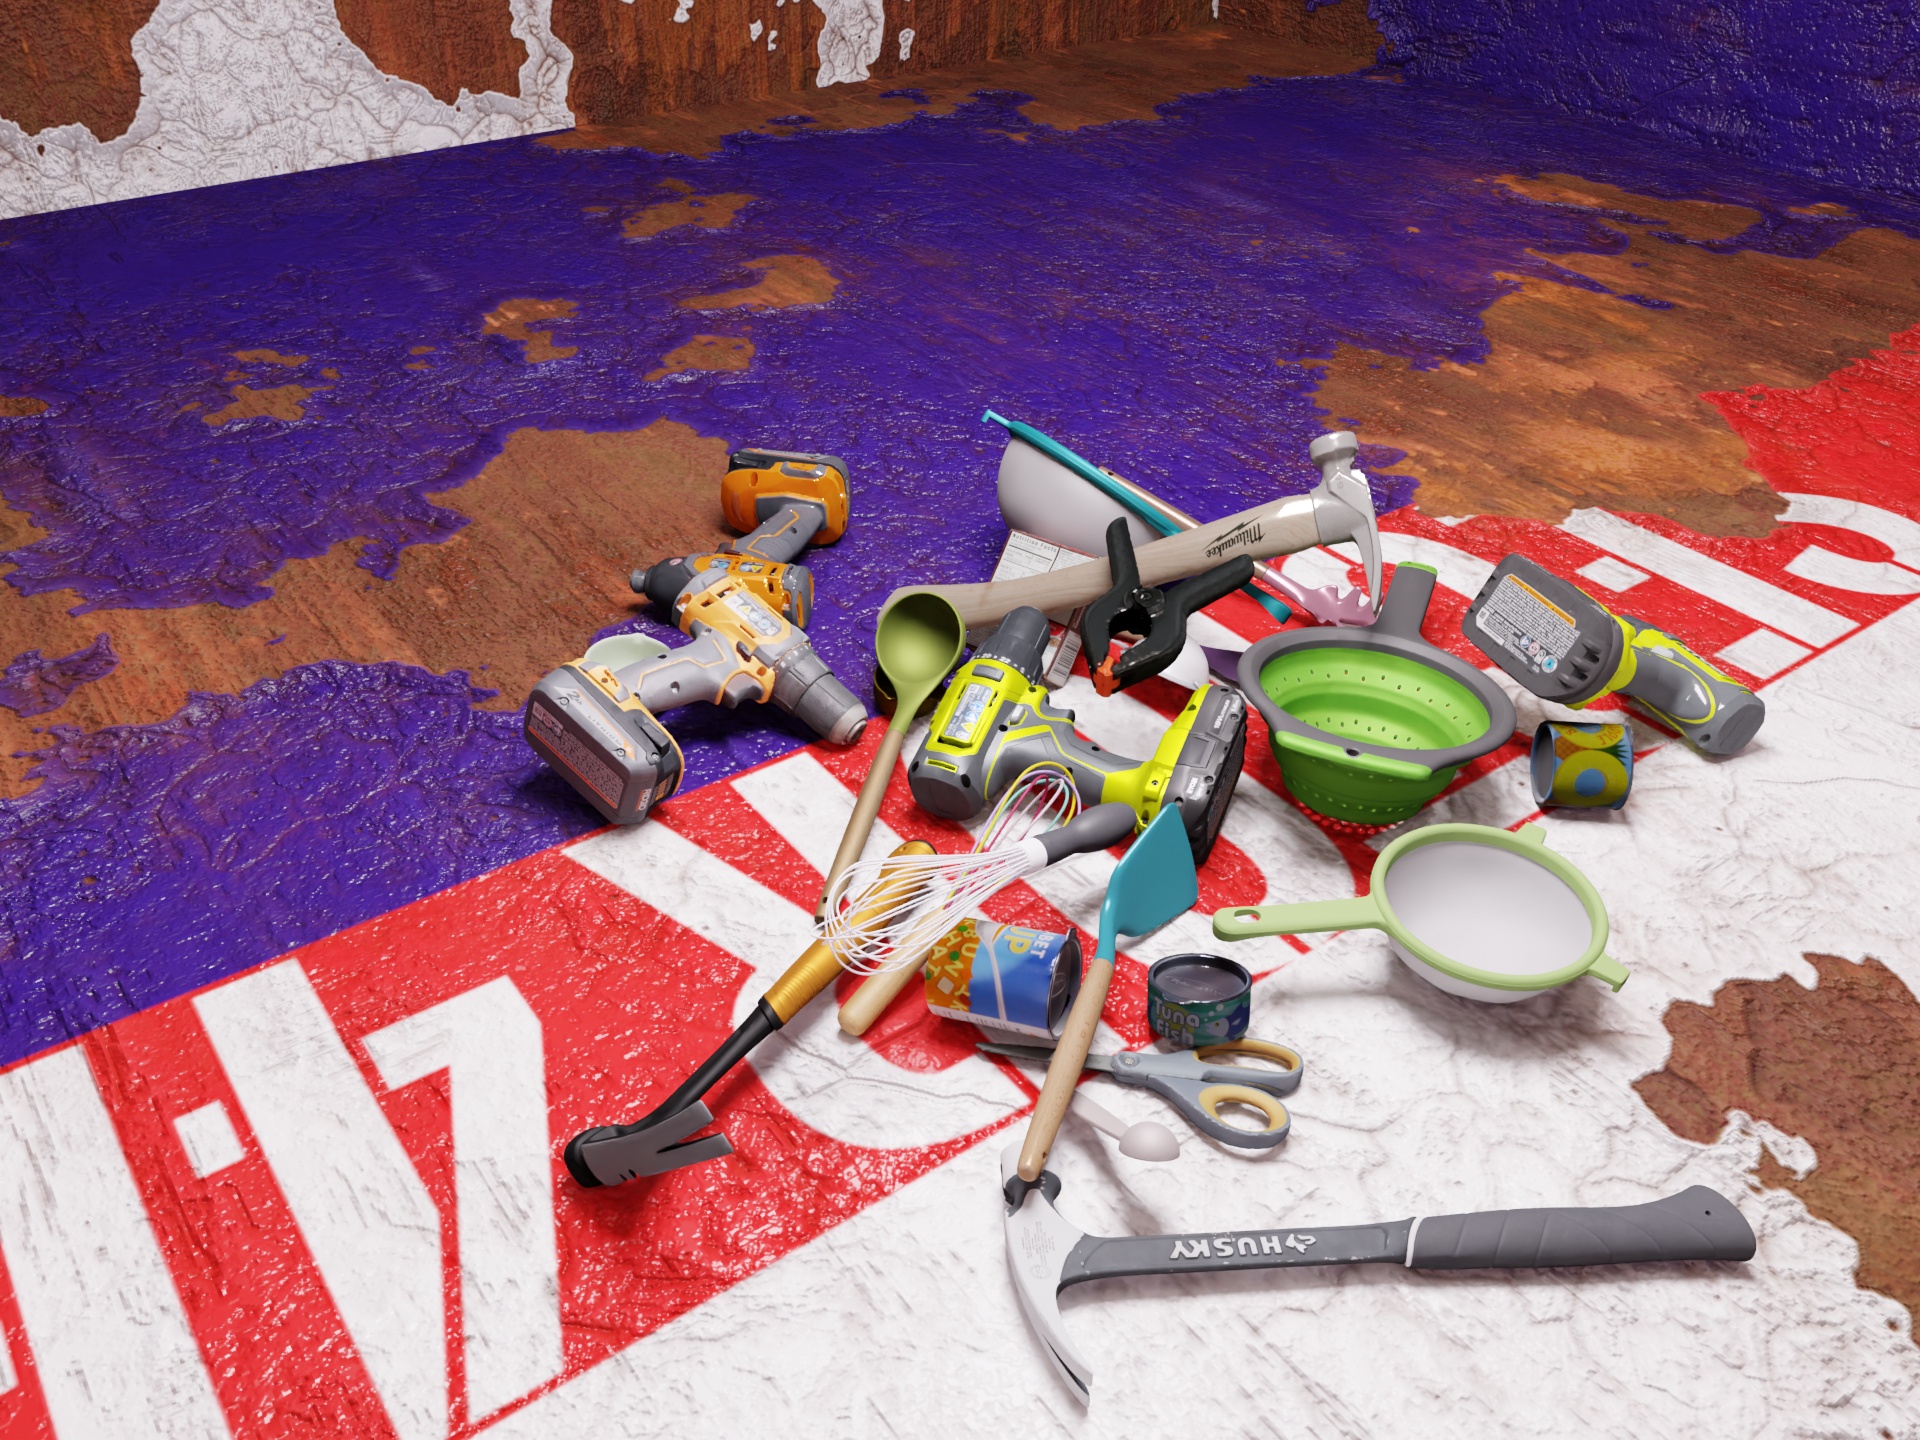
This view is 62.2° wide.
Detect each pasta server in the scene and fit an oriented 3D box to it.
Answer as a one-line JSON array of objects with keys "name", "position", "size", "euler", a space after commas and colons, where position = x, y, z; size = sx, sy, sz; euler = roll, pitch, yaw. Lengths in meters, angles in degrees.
[{"name": "pasta server", "position": [0.254, -0.151, 1.431], "size": [0.316, 0.040, 0.060], "euler": [34, 53, 16]}]

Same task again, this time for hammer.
[{"name": "hammer", "position": [-0.100, 0.166, 0.995], "size": [0.127, 0.034, 0.337], "euler": [-24, 12, 39]}, {"name": "hammer", "position": [0.229, 0.288, 0.865], "size": [0.409, 0.036, 0.149], "euler": [-1, 36, -4]}, {"name": "hammer", "position": [0.129, -0.110, 1.284], "size": [0.410, 0.146, 0.038], "euler": [-13, -11, 16]}]

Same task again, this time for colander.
[{"name": "colander", "position": [0.333, -0.021, 1.266], "size": [0.204, 0.094, 0.397], "euler": [15, 31, 16]}]

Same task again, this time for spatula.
[{"name": "spatula", "position": [0.173, -0.072, 1.394], "size": [0.316, 0.018, 0.060], "euler": [20, 36, 24]}, {"name": "spatula", "position": [0.092, 0.168, 0.988], "size": [0.044, 0.082, 0.318], "euler": [-6, 27, 23]}]

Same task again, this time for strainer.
[{"name": "strainer", "position": [0.127, -0.071, 1.366], "size": [0.259, 0.050, 0.086], "euler": [23, 10, 37]}, {"name": "strainer", "position": [0.145, -0.141, 1.397], "size": [0.341, 0.095, 0.210], "euler": [41, 9, 40]}, {"name": "strainer", "position": [0.289, 0.143, 1.043], "size": [0.256, 0.069, 0.152], "euler": [-3, 37, -5]}]

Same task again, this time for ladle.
[{"name": "ladle", "position": [-0.061, 0.021, 1.195], "size": [0.078, 0.062, 0.320], "euler": [-5, 41, 23]}]

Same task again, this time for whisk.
[{"name": "whisk", "position": [0.022, 0.096, 1.013], "size": [0.284, 0.070, 0.070], "euler": [-17, 37, -43]}, {"name": "whisk", "position": [-0.001, 0.114, 1.064], "size": [0.051, 0.047, 0.245], "euler": [23, 56, 34]}]

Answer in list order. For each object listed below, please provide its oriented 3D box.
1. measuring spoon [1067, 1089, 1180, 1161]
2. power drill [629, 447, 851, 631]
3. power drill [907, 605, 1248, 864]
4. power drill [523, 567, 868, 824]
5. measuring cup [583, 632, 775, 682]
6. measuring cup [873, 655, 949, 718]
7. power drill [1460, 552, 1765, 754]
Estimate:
[{"name": "measuring spoon", "position": [0.085, 0.227, 0.922], "size": [0.034, 0.018, 0.124], "euler": [2, 6, -27]}, {"name": "power drill", "position": [-0.198, -0.165, 1.469], "size": [0.164, 0.084, 0.227], "euler": [7, 39, 9]}, {"name": "power drill", "position": [0.095, 0.006, 1.198], "size": [0.228, 0.080, 0.191], "euler": [15, 55, 19]}, {"name": "power drill", "position": [-0.196, -0.010, 1.229], "size": [0.185, 0.084, 0.226], "euler": [40, 47, 12]}, {"name": "measuring cup", "position": [-0.227, -0.027, 1.312], "size": [0.167, 0.038, 0.083], "euler": [9, 38, -7]}, {"name": "measuring cup", "position": [-0.002, -0.004, 1.294], "size": [0.156, 0.029, 0.062], "euler": [27, 46, 18]}, {"name": "power drill", "position": [0.513, -0.055, 1.267], "size": [0.223, 0.080, 0.171], "euler": [14, 26, -34]}]
